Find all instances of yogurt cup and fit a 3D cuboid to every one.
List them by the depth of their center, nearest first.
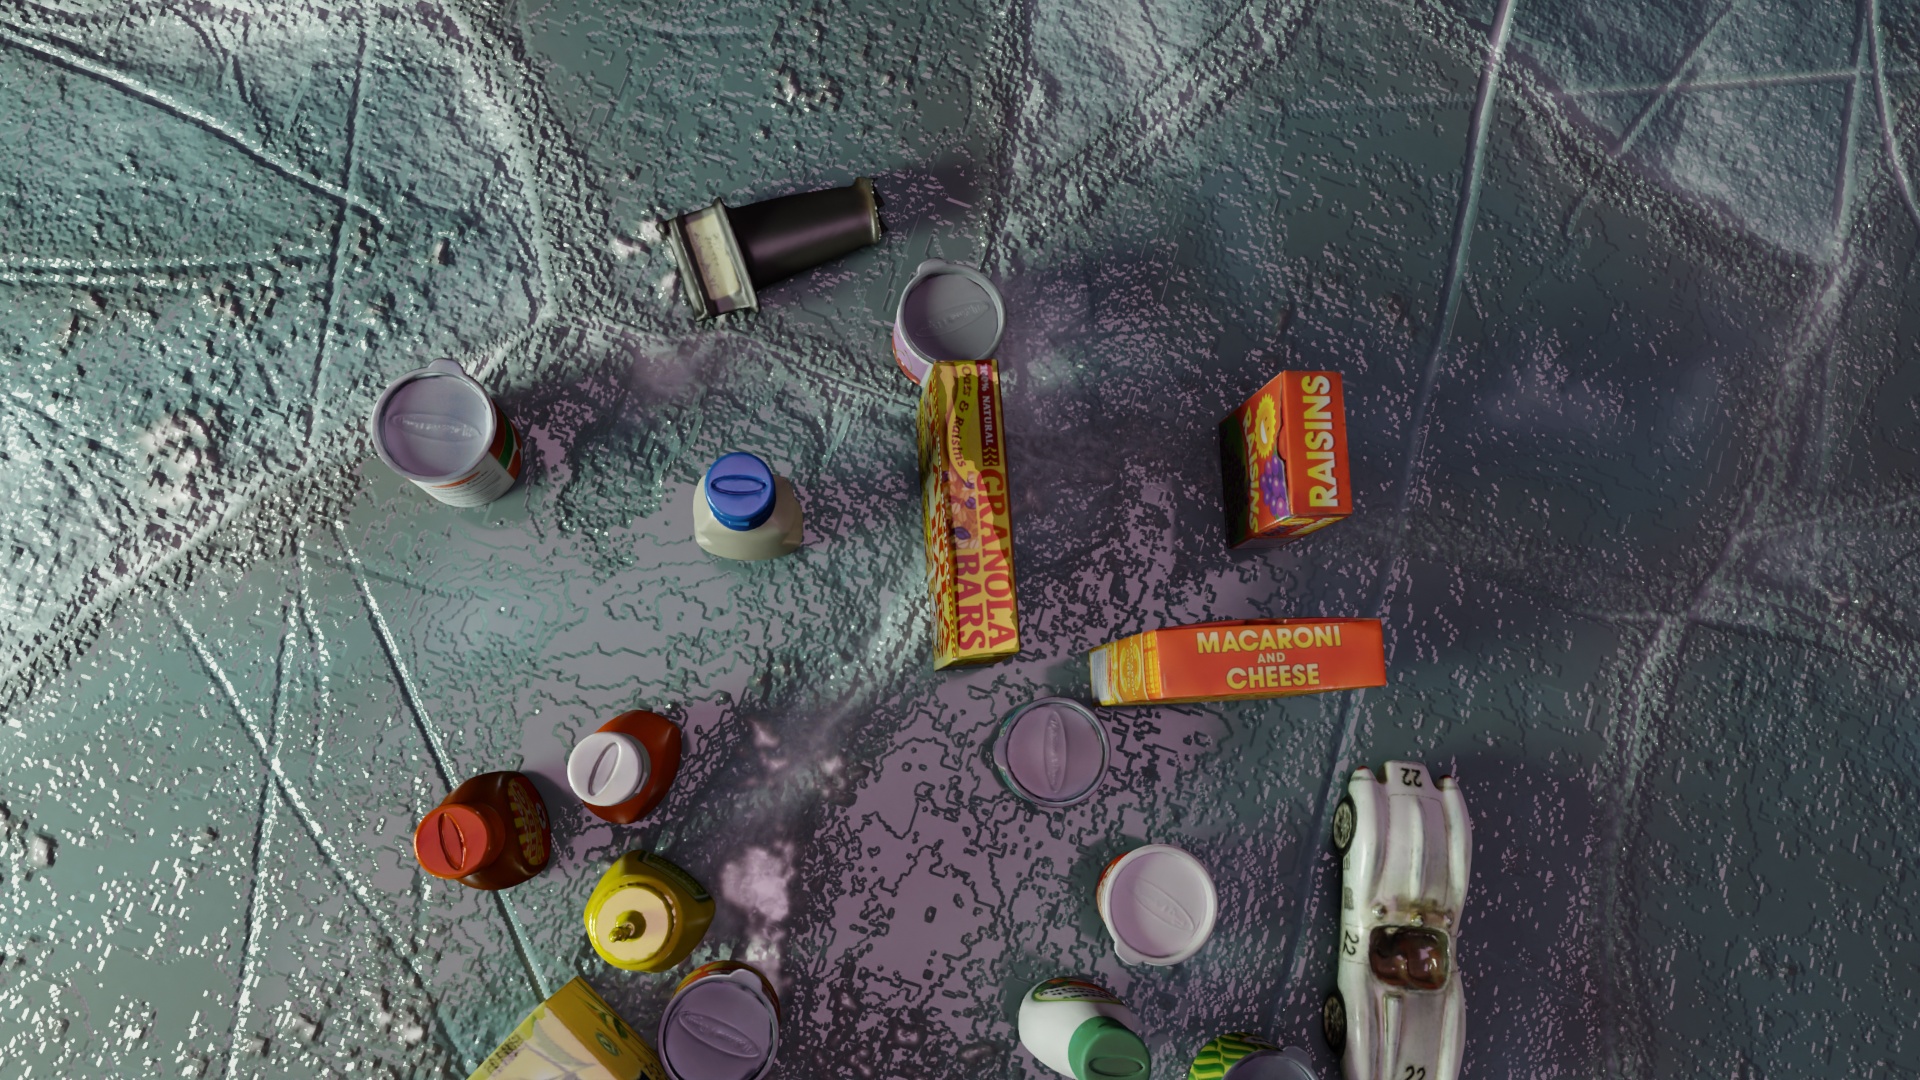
[{"bbox_3d":[0.112,0.213,0.821,0.072,0.054,0.072,1,81,-7],"label":"yogurt cup"}]

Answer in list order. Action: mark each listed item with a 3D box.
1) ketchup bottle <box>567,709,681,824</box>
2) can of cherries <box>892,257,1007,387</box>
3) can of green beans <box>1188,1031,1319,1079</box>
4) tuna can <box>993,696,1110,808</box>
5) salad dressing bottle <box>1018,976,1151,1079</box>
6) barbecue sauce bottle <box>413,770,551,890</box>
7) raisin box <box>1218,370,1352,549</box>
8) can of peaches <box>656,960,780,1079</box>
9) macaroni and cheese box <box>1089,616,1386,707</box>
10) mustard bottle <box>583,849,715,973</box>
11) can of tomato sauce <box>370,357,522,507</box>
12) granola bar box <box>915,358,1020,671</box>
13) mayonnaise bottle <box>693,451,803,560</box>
[{"bbox_3d":[-0.182,0.123,0.753,0.043,0.148,0.065,23,79,-3],"label":"ketchup bottle"},{"bbox_3d":[-0.008,-0.133,0.862,0.071,0.058,0.071,1,81,-7],"label":"can of cherries"},{"bbox_3d":[0.171,0.325,0.808,0.071,0.057,0.071,1,81,-7],"label":"can of green beans"},{"bbox_3d":[0.053,0.128,0.839,0.071,0.032,0.071,1,81,-7],"label":"tuna can"},{"bbox_3d":[0.070,0.272,0.759,0.064,0.147,0.044,5,81,-6],"label":"salad dressing bottle"},{"bbox_3d":[-0.254,0.156,0.739,0.044,0.148,0.065,-17,83,-9],"label":"barbecue sauce bottle"},{"bbox_3d":[0.193,-0.046,0.839,0.040,0.123,0.086,0,81,-7],"label":"raisin box"},{"bbox_3d":[-0.133,0.271,0.780,0.071,0.058,0.071,1,81,-7],"label":"can of peaches"},{"bbox_3d":[0.150,0.071,0.792,0.124,0.166,0.040,-2,82,-7],"label":"macaroni and cheese box"},{"bbox_3d":[-0.167,0.199,0.736,0.065,0.160,0.049,34,79,0],"label":"mustard bottle"},{"bbox_3d":[-0.294,-0.060,0.804,0.071,0.083,0.071,1,81,-7],"label":"can of tomato sauce"},{"bbox_3d":[0.003,-0.010,0.810,0.039,0.124,0.165,-3,81,-7],"label":"granola bar box"},{"bbox_3d":[-0.121,-0.018,0.784,0.065,0.148,0.041,1,81,-6],"label":"mayonnaise bottle"}]
